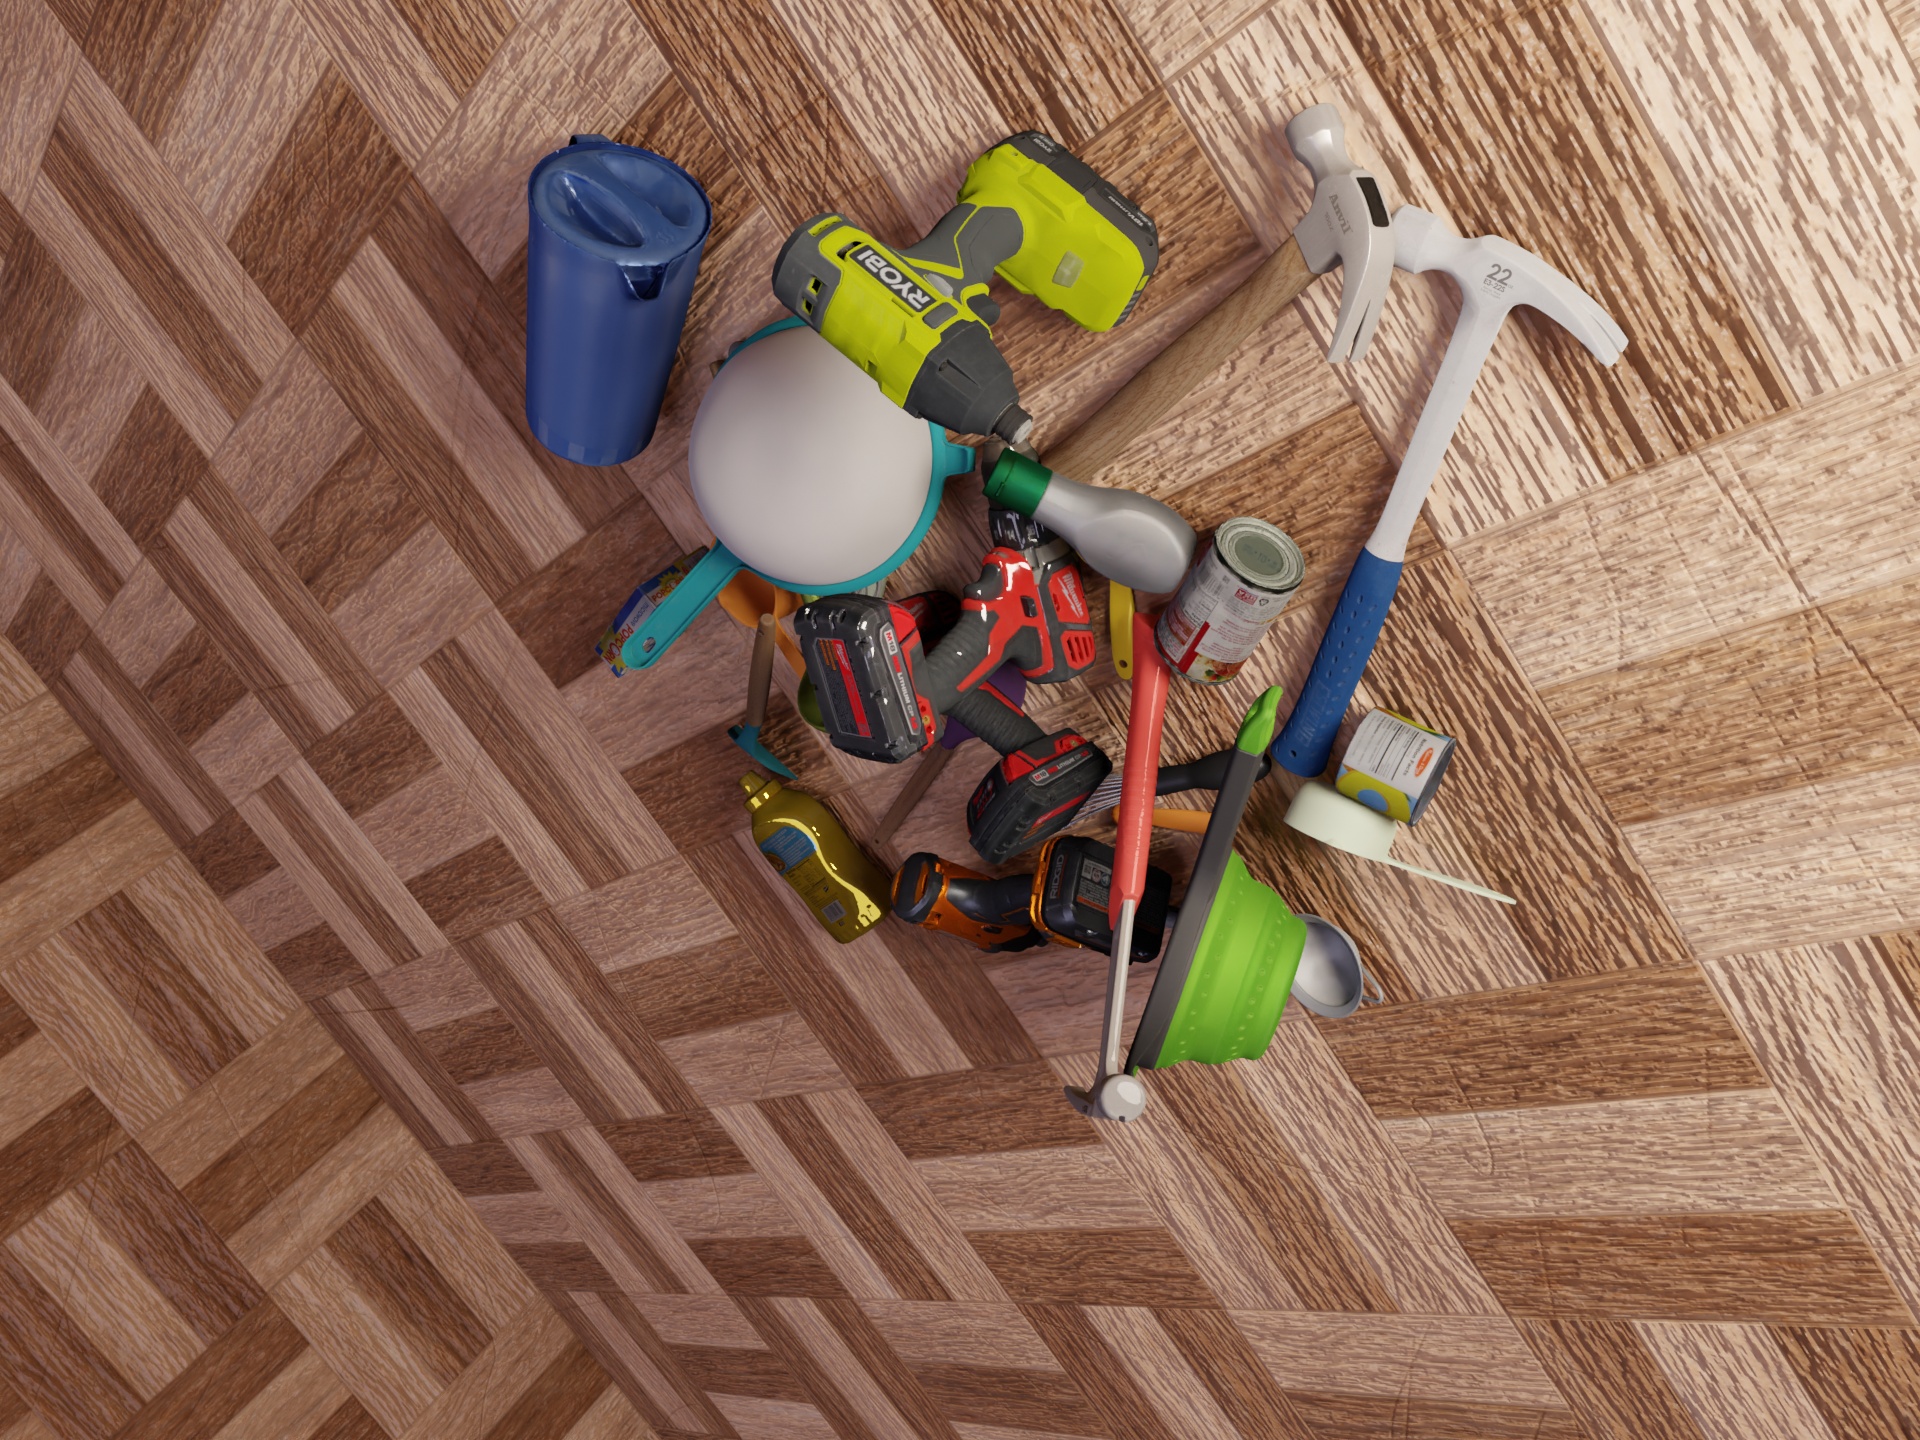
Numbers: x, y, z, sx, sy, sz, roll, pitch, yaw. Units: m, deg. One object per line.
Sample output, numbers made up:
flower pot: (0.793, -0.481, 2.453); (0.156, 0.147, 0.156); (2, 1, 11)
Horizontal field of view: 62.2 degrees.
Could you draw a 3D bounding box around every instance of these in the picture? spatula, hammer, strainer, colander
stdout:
spatula: (-0.019, 0.035, 1.394); (0.060, 0.018, 0.315); (41, 139, 4)
hammer: (0.120, 0.101, 1.139); (0.036, 0.359, 0.149); (8, 171, -5)
hammer: (0.276, -0.112, 1.004); (0.144, 0.035, 0.405); (30, 137, 19)
strainer: (-0.166, -0.152, 1.192); (0.340, 0.095, 0.211); (-44, 82, 21)
strainer: (0.233, 0.175, 1.275); (0.259, 0.050, 0.086); (13, 117, 41)
colander: (0.206, 0.131, 1.128); (0.094, 0.205, 0.396); (20, 138, 11)
spatula: (-0.173, -0.020, 1.399); (0.082, 0.044, 0.317); (41, 155, 9)
hammer: (0.148, -0.227, 1.001); (0.331, 0.031, 0.130); (-36, 70, 54)

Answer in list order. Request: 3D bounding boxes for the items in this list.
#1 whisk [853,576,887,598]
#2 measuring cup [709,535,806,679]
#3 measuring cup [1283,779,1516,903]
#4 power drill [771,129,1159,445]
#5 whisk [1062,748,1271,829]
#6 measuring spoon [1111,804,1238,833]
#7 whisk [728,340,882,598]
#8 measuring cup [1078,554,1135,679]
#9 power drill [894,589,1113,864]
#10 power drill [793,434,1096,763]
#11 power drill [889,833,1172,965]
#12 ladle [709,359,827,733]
whisk: (-0.079, -0.097, 1.318); (0.058, 0.059, 0.246); (55, 144, 35)
measuring cup: (-0.144, -0.093, 1.352); (0.173, 0.052, 0.095); (56, 141, 3)
measuring cup: (0.313, 0.084, 1.119); (0.167, 0.083, 0.038); (20, 96, 13)
power drill: (0.018, -0.260, 0.958); (0.171, 0.223, 0.080); (40, 140, 7)
whisk: (0.122, 0.054, 1.263); (0.284, 0.070, 0.070); (-13, 113, 40)
measuring spoon: (0.169, 0.082, 1.274); (0.117, 0.011, 0.021); (4, 124, 39)
whisk: (-0.125, -0.192, 1.251); (0.055, 0.055, 0.239); (-28, 86, 49)
measuring cup: (0.111, -0.092, 1.165); (0.062, 0.029, 0.156); (15, 128, 32)
power drill: (-0.002, -0.004, 1.220); (0.220, 0.143, 0.078); (48, 129, 17)
power drill: (-0.004, -0.087, 1.122); (0.080, 0.226, 0.187); (8, 120, 49)
power drill: (0.069, 0.158, 1.339); (0.164, 0.084, 0.226); (26, 158, -34)
ladle: (-0.141, -0.140, 1.282); (0.078, 0.062, 0.320); (-21, 93, 13)
